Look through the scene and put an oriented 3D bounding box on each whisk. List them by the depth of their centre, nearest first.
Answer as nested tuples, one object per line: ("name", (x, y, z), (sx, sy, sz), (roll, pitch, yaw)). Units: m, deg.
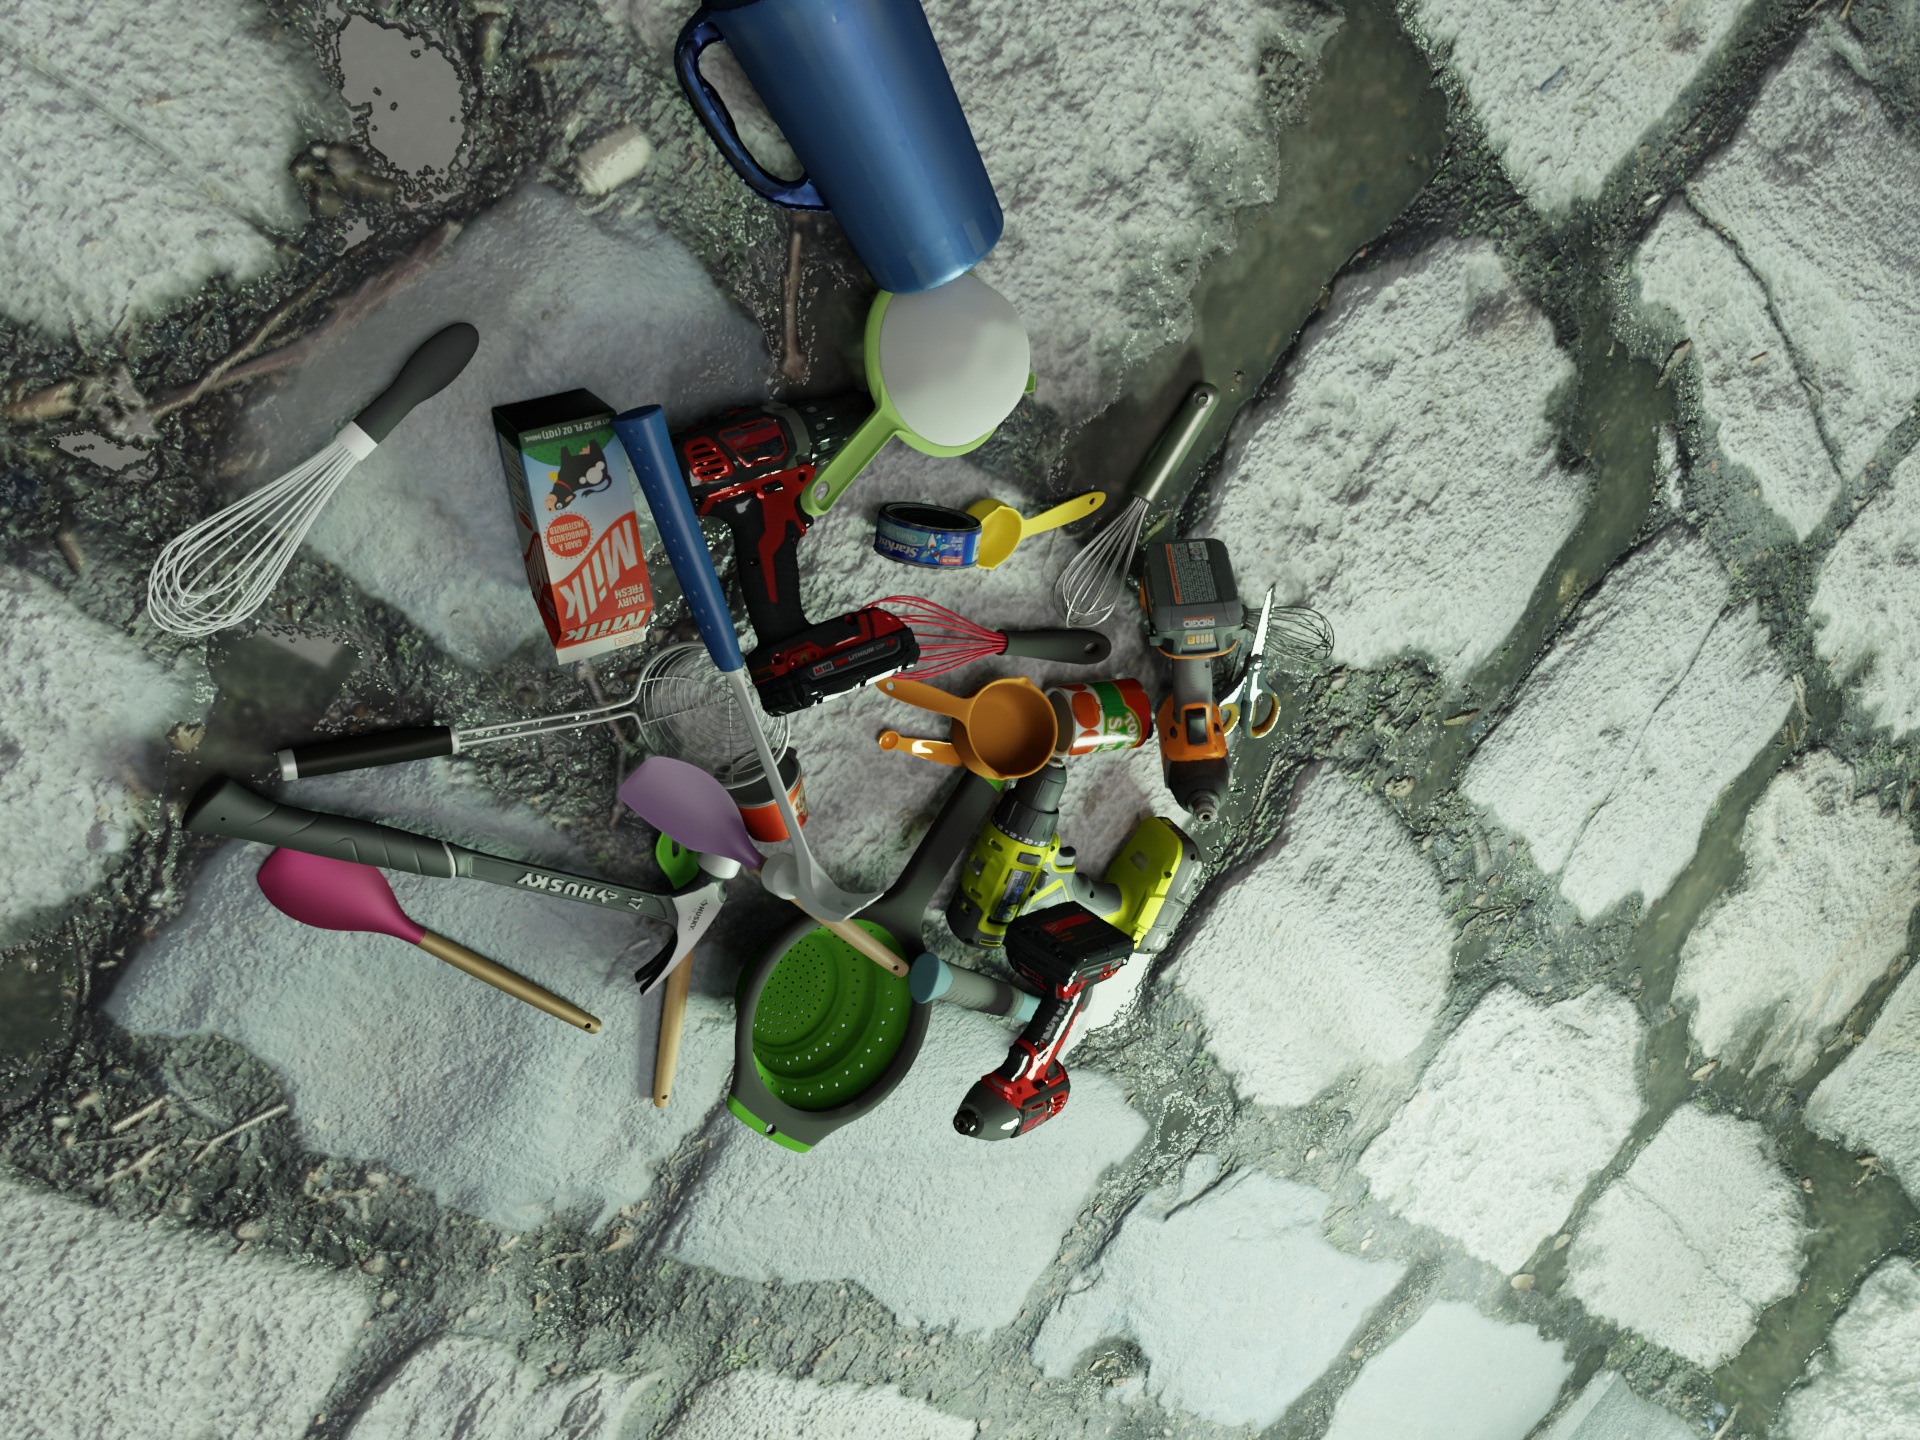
("whisk", (-0.425, -0.163, 1.058), (0.284, 0.070, 0.070), (-47, 128, -8))
("whisk", (0.019, -0.068, 1.367), (0.295, 0.073, 0.073), (1, 113, -38))
("whisk", (0.157, -0.188, 1.396), (0.246, 0.058, 0.059), (-59, 162, 4))
("whisk", (0.264, -0.102, 1.500), (0.238, 0.055, 0.055), (15, 105, -30))

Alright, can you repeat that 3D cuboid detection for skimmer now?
("skimmer", (-0.311, 0.015, 1.189), (0.363, 0.090, 0.127), (-10, 119, -26))

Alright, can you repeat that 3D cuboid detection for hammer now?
("hammer", (-0.158, -0.029, 1.144), (0.035, 0.144, 0.405), (-30, 116, -27))
("hammer", (-0.374, 0.114, 1.217), (0.408, 0.036, 0.149), (17, 108, -31))
("hammer", (0.043, 0.266, 1.497), (0.128, 0.033, 0.330), (-62, 147, -3))

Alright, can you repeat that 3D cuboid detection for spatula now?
("spatula", (-0.146, 0.126, 1.289), (0.060, 0.018, 0.315), (-45, 122, 4))

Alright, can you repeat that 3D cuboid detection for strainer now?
("strainer", (-0.025, -0.241, 1.184), (0.256, 0.069, 0.151), (-53, 125, -28))

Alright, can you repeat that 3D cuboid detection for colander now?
("colander", (-0.088, 0.181, 1.418), (0.204, 0.095, 0.397), (44, 72, -36))

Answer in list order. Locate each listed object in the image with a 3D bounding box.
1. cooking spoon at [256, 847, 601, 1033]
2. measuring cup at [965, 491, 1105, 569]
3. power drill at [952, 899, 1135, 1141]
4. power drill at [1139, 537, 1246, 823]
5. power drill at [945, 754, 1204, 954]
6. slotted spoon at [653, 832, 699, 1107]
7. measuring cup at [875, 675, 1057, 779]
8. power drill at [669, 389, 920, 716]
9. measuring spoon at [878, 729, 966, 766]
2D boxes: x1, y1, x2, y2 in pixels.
("cooking spoon", (-0.408, 0.182, 1.262), (0.069, 0.017, 0.318), (-50, 127, 1))
("measuring cup", (0.060, -0.175, 1.358), (0.156, 0.029, 0.062), (-24, 137, -33))
("power drill", (0.067, 0.283, 1.447), (0.143, 0.079, 0.219), (-7, 122, -52))
("power drill", (0.208, -0.028, 1.409), (0.084, 0.164, 0.226), (-5, 128, 4))
("power drill", (0.114, 0.133, 1.508), (0.228, 0.080, 0.190), (13, 109, -32))
("slotted spoon", (-0.242, 0.204, 1.368), (0.070, 0.031, 0.313), (-2, 117, -29))
("measuring cup", (-0.002, -0.004, 1.386), (0.173, 0.052, 0.095), (19, 76, -19))
("power drill", (-0.109, -0.134, 1.202), (0.188, 0.080, 0.226), (-23, 95, -28))
("measuring spoon", (-0.027, 0.024, 1.415), (0.116, 0.011, 0.021), (13, 111, -38))
